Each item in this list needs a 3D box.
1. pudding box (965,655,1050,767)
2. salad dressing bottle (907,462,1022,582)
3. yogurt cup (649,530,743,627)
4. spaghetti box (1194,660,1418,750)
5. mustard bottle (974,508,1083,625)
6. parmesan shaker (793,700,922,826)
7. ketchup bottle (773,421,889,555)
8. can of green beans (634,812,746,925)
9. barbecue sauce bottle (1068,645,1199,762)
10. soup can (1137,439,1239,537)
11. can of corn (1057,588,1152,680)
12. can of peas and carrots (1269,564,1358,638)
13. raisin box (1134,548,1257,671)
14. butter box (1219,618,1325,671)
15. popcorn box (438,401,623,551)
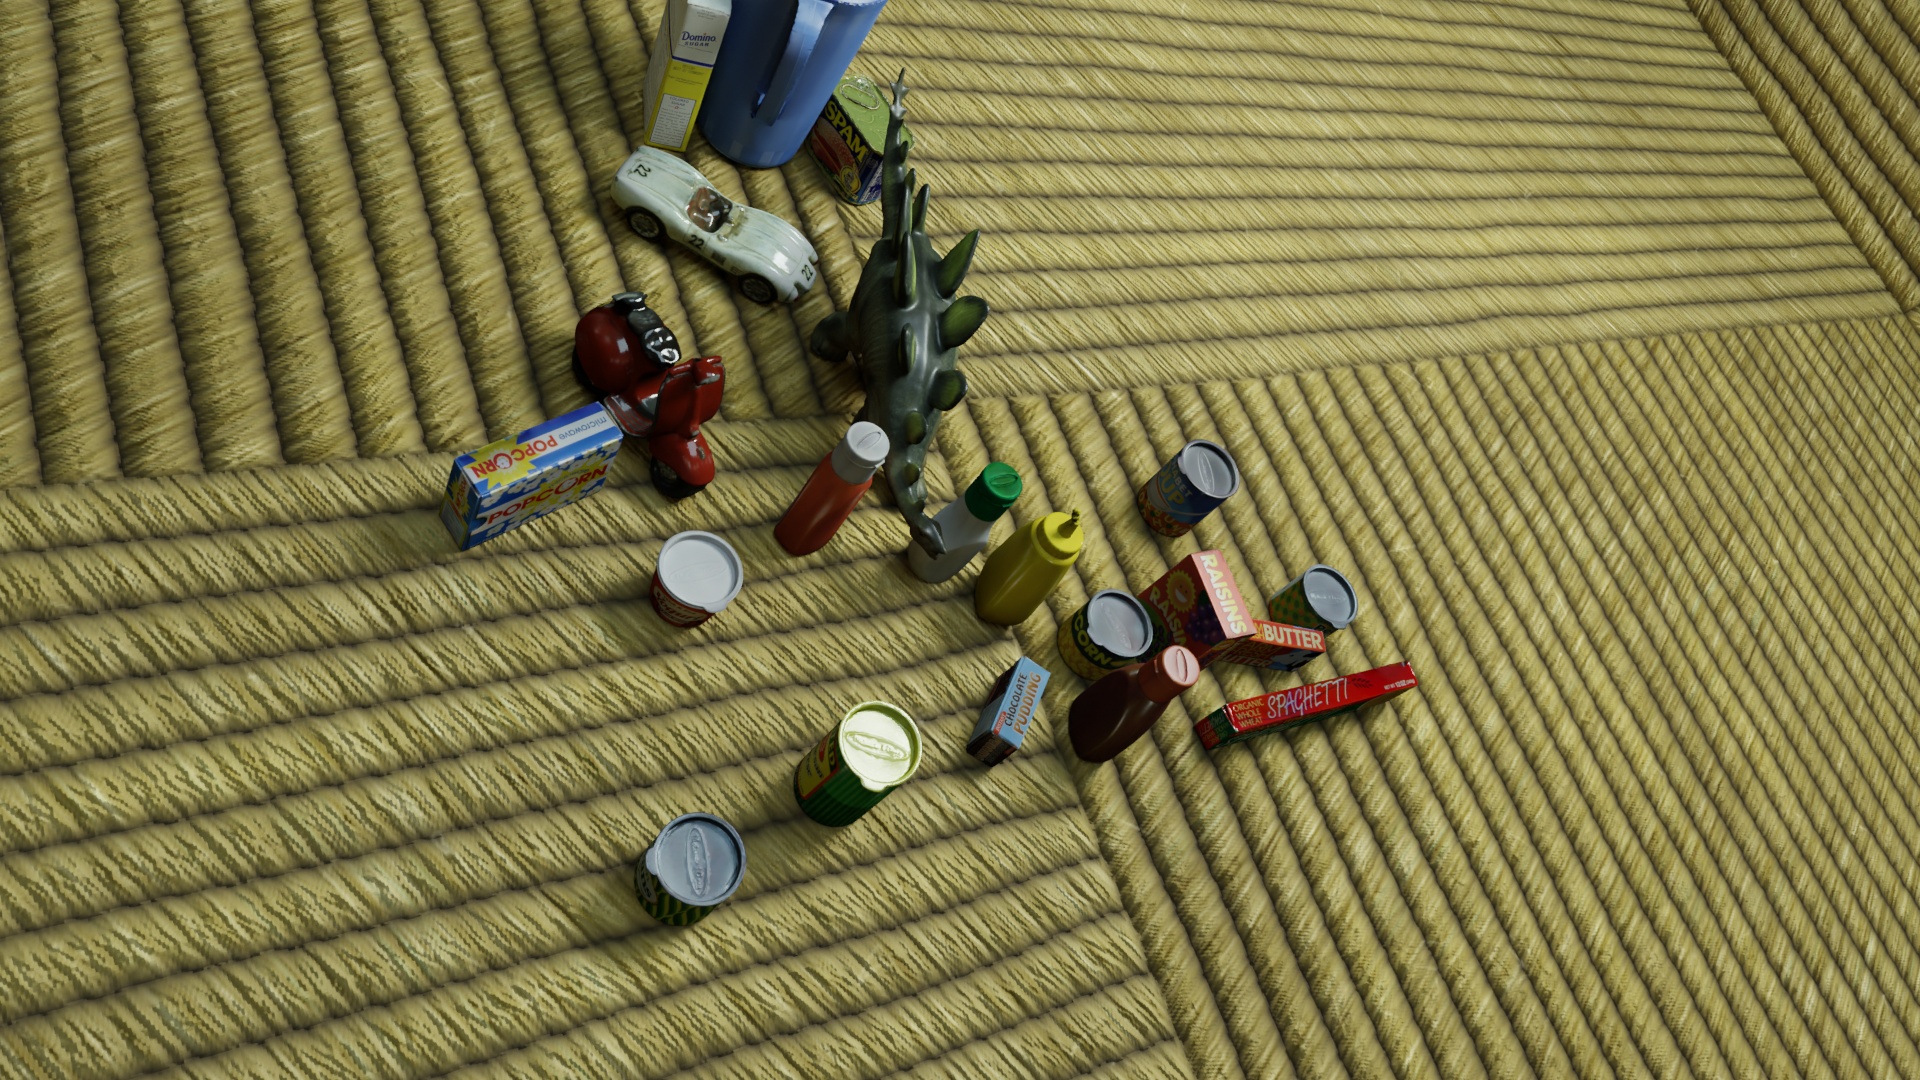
[{"bbox_3d":[0.040,0.143,1.167,0.030,0.049,0.084,33,51,-8],"label":"pudding box"},{"bbox_3d":[0.004,-0.015,1.180,0.064,0.147,0.044,-12,68,-34],"label":"salad dressing bottle"},{"bbox_3d":[-0.211,0.033,1.092,0.072,0.053,0.073,14,56,-21],"label":"yogurt cup"},{"bbox_3d":[0.332,0.155,1.320,0.251,0.050,0.029,-8,66,-32],"label":"spaghetti box"},{"bbox_3d":[0.065,0.017,1.186,0.049,0.159,0.065,17,55,-20],"label":"mustard bottle"},{"bbox_3d":[-0.080,0.173,1.048,0.071,0.102,0.071,14,56,-22],"label":"parmesan shaker"},{"bbox_3d":[-0.102,-0.043,1.137,0.043,0.148,0.065,48,51,4],"label":"ketchup bottle"},{"bbox_3d":[-0.191,0.232,0.979,0.071,0.057,0.071,14,56,-21],"label":"can of green beans"},{"bbox_3d":[0.145,0.134,1.167,0.044,0.147,0.065,13,57,-22],"label":"barbecue sauce bottle"},{"bbox_3d":[0.220,-0.051,1.362,0.071,0.083,0.071,14,56,-22],"label":"soup can"},{"bbox_3d":[0.127,0.086,1.244,0.071,0.058,0.071,14,56,-21],"label":"can of corn"},{"bbox_3d":[0.351,0.068,1.378,0.071,0.058,0.071,14,56,-21],"label":"can of peas and carrots"},{"bbox_3d":[0.203,0.073,1.252,0.040,0.122,0.086,-6,65,-32],"label":"raisin box"},{"bbox_3d":[0.292,0.100,1.330,0.103,0.053,0.024,11,57,-23],"label":"butter box"},{"bbox_3d":[-0.326,-0.049,1.058,0.127,0.084,0.038,-30,79,-38],"label":"popcorn box"}]
